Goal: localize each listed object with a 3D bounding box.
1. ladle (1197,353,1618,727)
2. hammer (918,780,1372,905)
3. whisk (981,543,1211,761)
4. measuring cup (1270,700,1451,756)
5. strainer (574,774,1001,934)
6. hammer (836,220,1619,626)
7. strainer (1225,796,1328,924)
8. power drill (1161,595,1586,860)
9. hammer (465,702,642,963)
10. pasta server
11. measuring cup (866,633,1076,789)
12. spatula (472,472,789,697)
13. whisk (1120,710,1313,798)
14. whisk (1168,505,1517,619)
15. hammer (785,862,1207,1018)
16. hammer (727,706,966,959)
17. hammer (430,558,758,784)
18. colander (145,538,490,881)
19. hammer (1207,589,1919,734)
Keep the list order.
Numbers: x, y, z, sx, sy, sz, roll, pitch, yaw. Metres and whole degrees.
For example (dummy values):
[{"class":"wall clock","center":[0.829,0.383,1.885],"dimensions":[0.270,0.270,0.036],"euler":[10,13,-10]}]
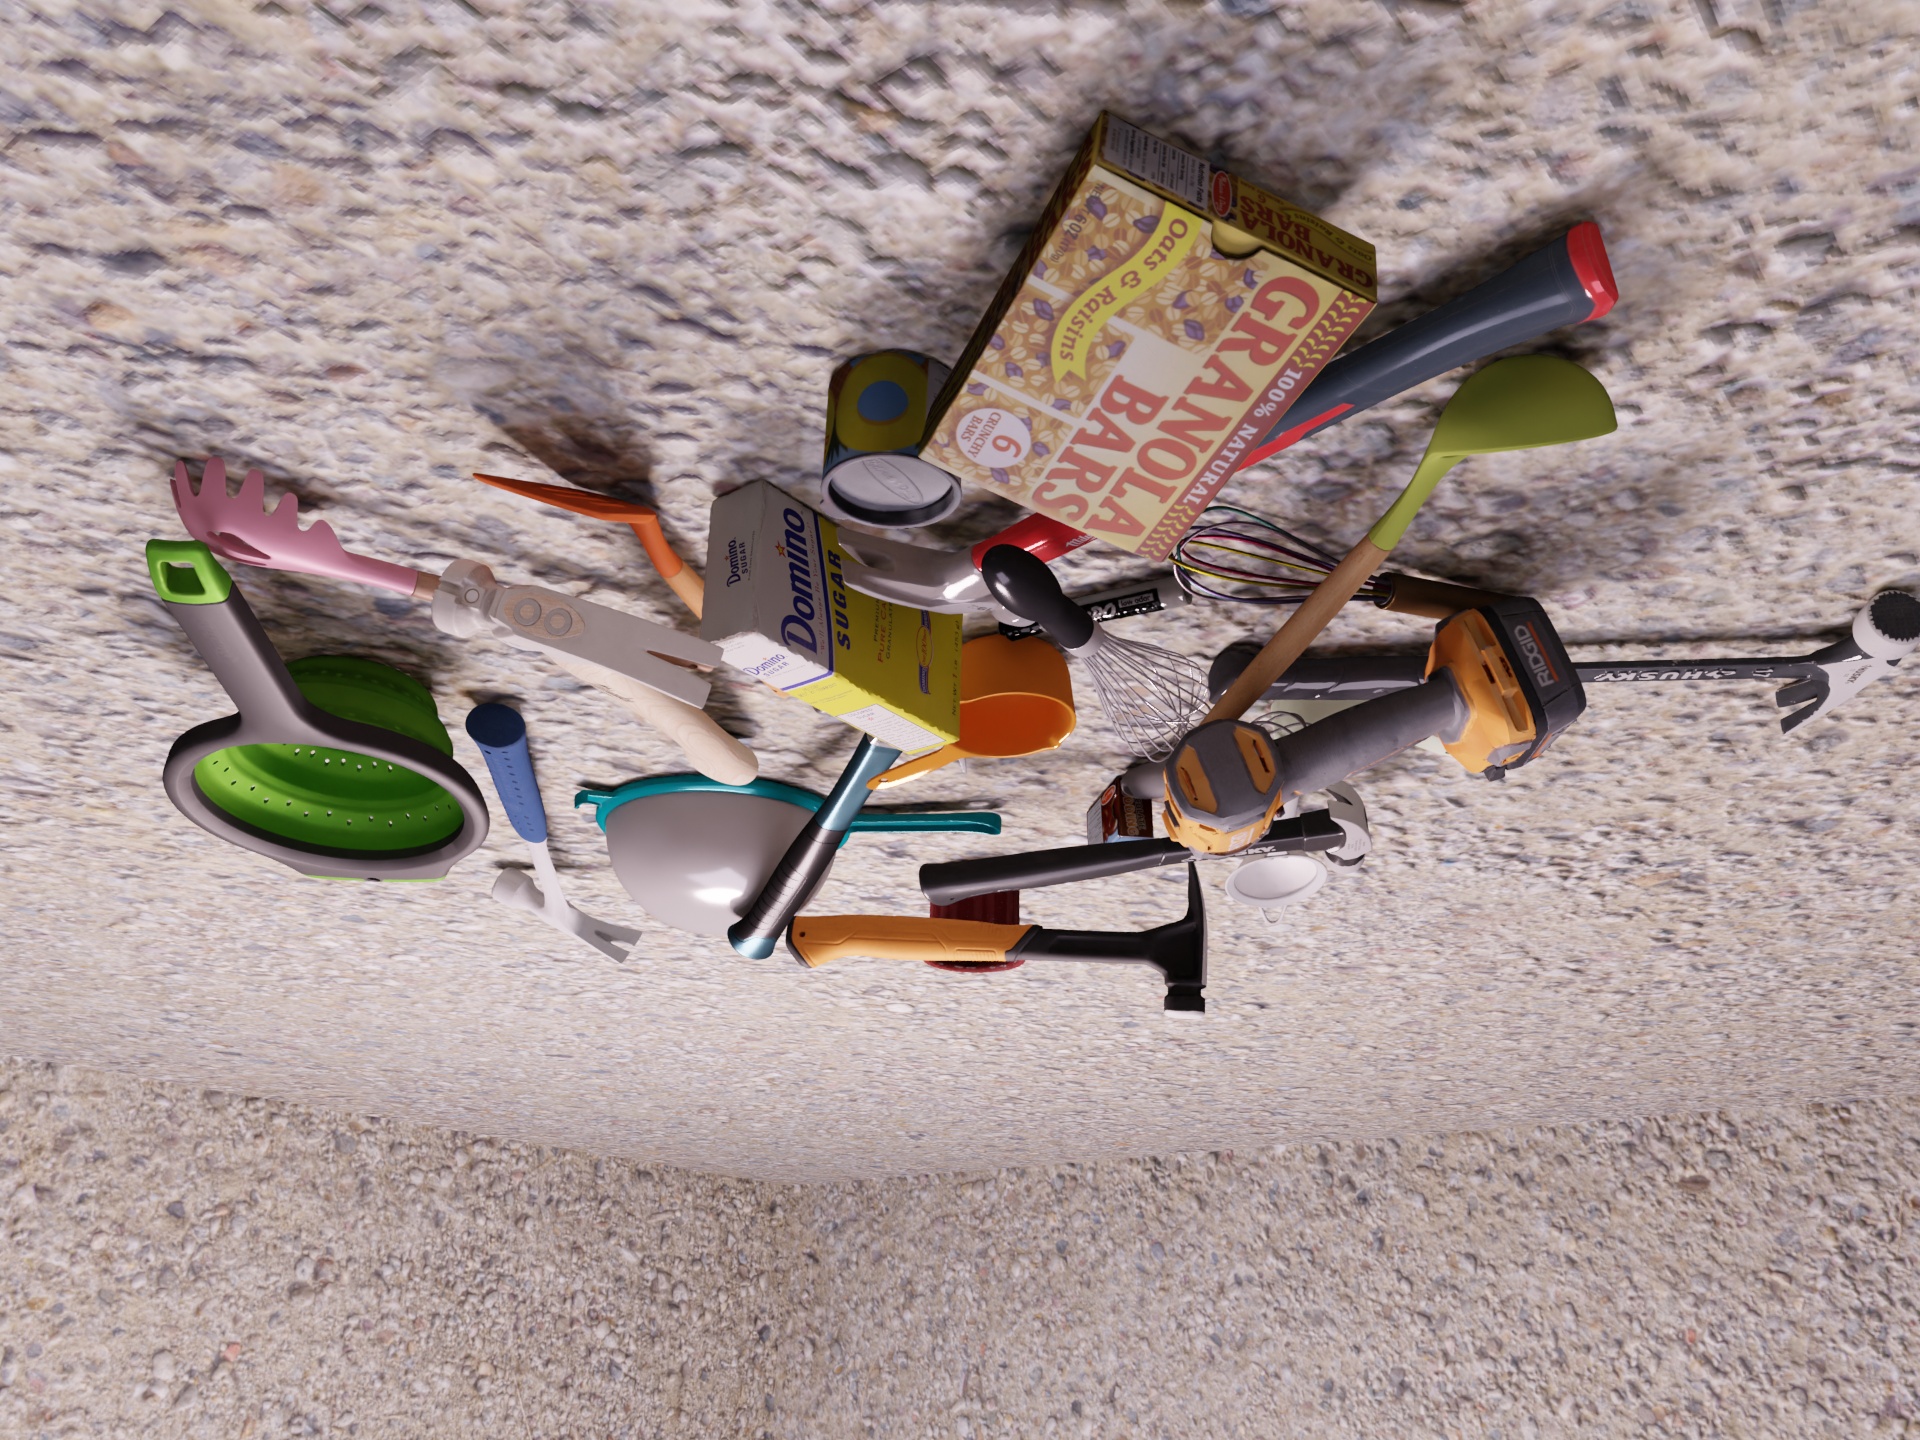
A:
[{"class":"ladle","center":[0.207,-0.066,0.813],"dimensions":[0.078,0.062,0.320],"euler":[-18,156,-36]},{"class":"hammer","center":[0.134,0.098,1.178],"dimensions":[0.335,0.035,0.146],"euler":[-8,156,8]},{"class":"whisk","center":[0.078,-0.037,0.887],"dimensions":[0.070,0.070,0.284],"euler":[-10,158,25]},{"class":"measuring cup","center":[0.290,0.017,1.102],"dimensions":[0.167,0.038,0.083],"euler":[16,153,-26]},{"class":"strainer","center":[-0.136,0.122,1.300],"dimensions":[0.340,0.095,0.210],"euler":[-2,156,11]},{"class":"hammer","center":[0.112,-0.130,0.749],"dimensions":[0.143,0.038,0.386],"euler":[8,157,-45]},{"class":"strainer","center":[0.259,0.095,1.288],"dimensions":[0.087,0.050,0.258],"euler":[-6,150,3]},{"class":"power drill","center":[0.224,0.020,0.921],"dimensions":[0.226,0.084,0.185],"euler":[-21,164,1]},{"class":"hammer","center":[-0.340,0.096,1.288],"dimensions":[0.144,0.035,0.405],"euler":[27,153,7]},{"class":"pasta server","center":[-0.285,-0.079,0.913],"dimensions":[0.316,0.040,0.060],"euler":[15,153,-30]},{"class":"measuring cup","center":[-0.002,-0.003,1.040],"dimensions":[0.173,0.052,0.095],"euler":[-26,145,38]},{"class":"spatula","center":[-0.163,-0.071,0.922],"dimensions":[0.081,0.041,0.322],"euler":[19,165,22]},{"class":"whisk","center":[0.173,0.032,1.107],"dimensions":[0.055,0.055,0.239],"euler":[11,167,-22]},{"class":"whisk","center":[0.219,-0.079,0.894],"dimensions":[0.244,0.051,0.047],"euler":[7,177,-23]},{"class":"hammer","center":[0.026,0.168,1.265],"dimensions":[0.337,0.127,0.034],"euler":[0,163,10]},{"class":"hammer","center":[-0.100,0.081,1.167],"dimensions":[0.128,0.033,0.331],"euler":[9,138,-26]},{"class":"hammer","center":[-0.172,-0.005,0.968],"dimensions":[0.146,0.038,0.410],"euler":[18,171,9]},{"class":"colander","center":[-0.411,-0.020,1.000],"dimensions":[0.204,0.095,0.396],"euler":[2,150,-2]},{"class":"hammer","center":[0.362,-0.029,1.001],"dimensions":[0.409,0.036,0.149],"euler":[-1,158,7]}]
